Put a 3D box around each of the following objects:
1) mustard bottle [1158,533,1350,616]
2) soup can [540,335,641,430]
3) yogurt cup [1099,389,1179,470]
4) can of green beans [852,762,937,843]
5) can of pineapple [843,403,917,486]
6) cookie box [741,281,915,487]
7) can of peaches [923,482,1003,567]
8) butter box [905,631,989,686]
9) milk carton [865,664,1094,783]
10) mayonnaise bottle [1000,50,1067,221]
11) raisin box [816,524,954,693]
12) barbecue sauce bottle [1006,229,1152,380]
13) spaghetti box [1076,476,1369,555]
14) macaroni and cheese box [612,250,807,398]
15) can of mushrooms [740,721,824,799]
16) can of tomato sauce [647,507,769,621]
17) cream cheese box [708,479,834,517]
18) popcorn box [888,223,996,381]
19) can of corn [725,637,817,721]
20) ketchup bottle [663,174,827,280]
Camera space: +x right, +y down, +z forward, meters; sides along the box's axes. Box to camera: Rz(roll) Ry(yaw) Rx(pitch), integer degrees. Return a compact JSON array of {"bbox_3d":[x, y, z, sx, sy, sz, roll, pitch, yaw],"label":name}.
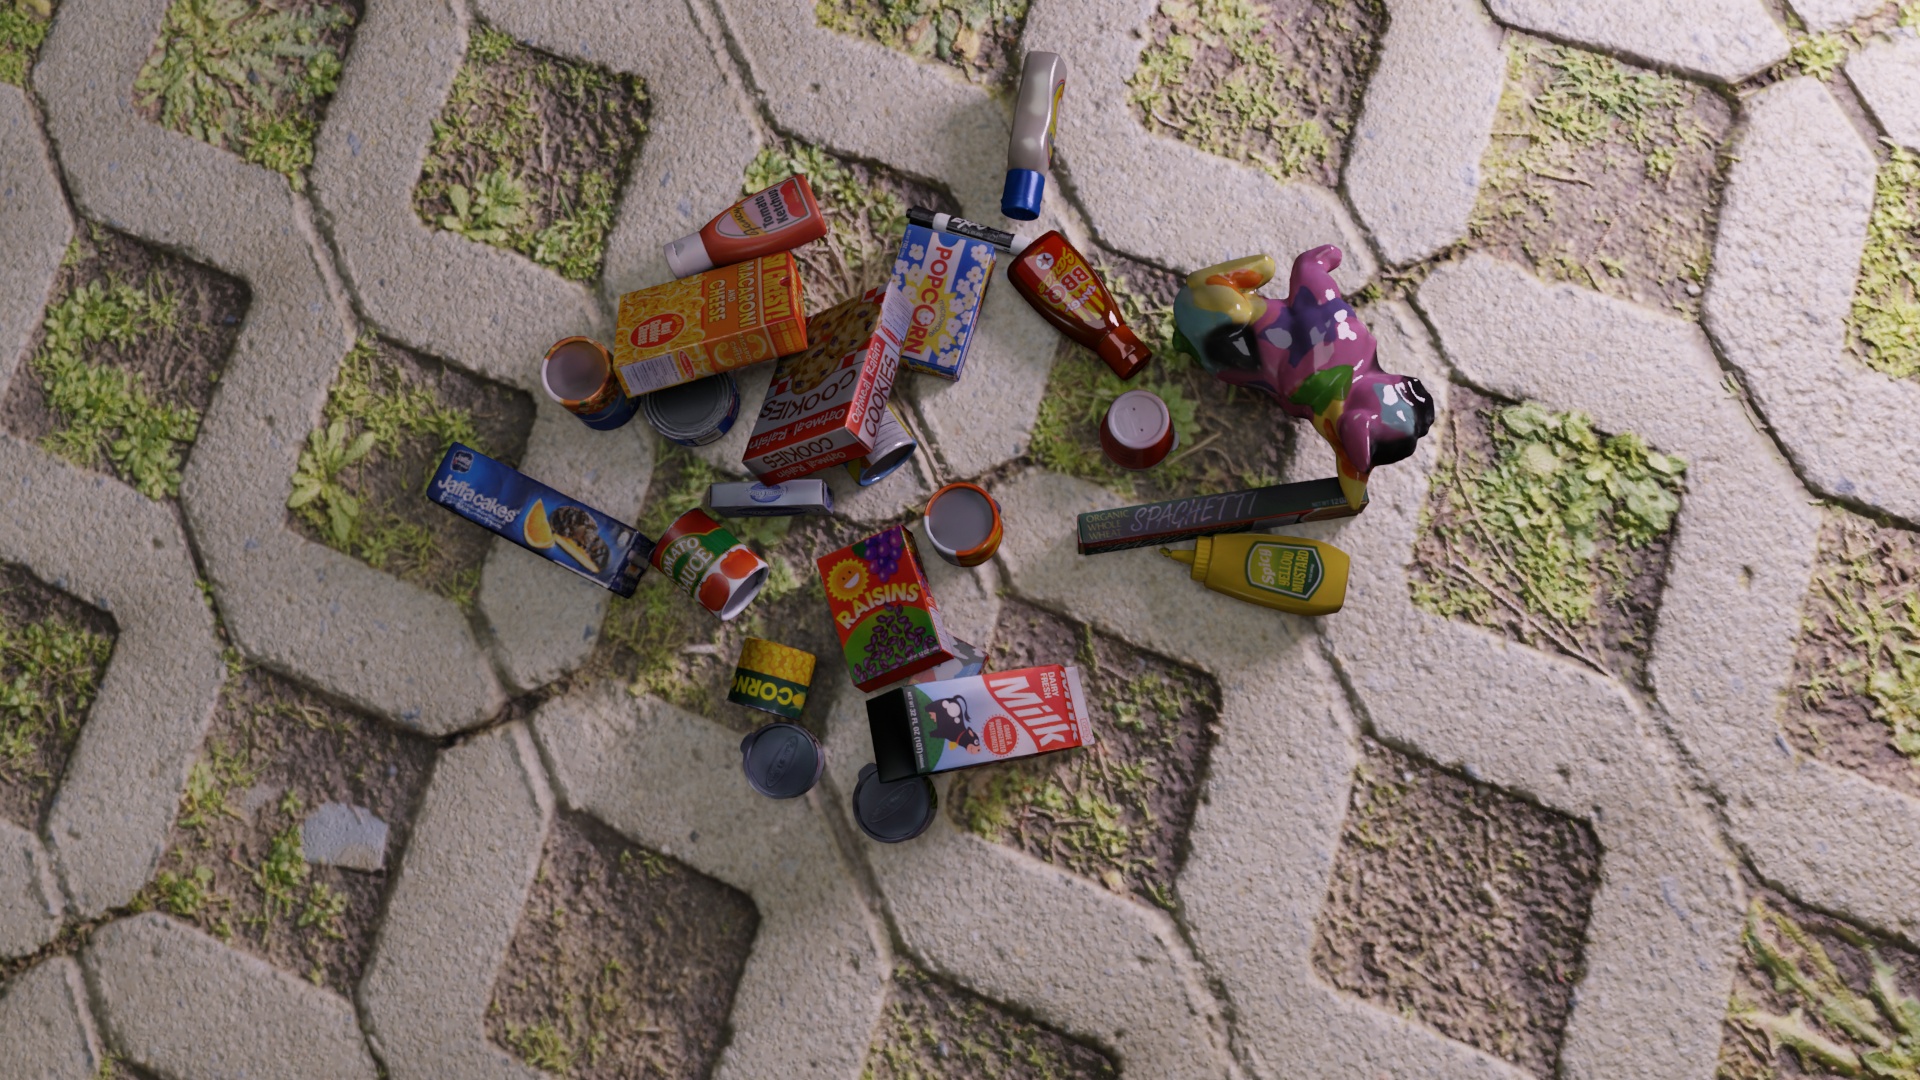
[{"bbox_3d":[0.250,0.024,1.195,0.160,0.048,0.065,9,78,7],"label":"mustard bottle"},{"bbox_3d":[-0.334,-0.144,1.266,0.071,0.083,0.071,-1,79,5],"label":"soup can"},{"bbox_3d":[0.156,-0.100,1.226,0.072,0.054,0.072,-1,79,6],"label":"yogurt cup"},{"bbox_3d":[-0.055,0.223,1.180,0.071,0.057,0.071,-1,79,5],"label":"can of green beans"},{"bbox_3d":[-0.081,-0.090,1.242,0.071,0.071,0.058,-36,79,-2],"label":"can of pineapple"},{"bbox_3d":[-0.113,-0.134,1.205,0.122,0.040,0.168,-15,47,36],"label":"cookie box"},{"bbox_3d":[0.004,-0.015,1.222,0.071,0.058,0.071,-1,79,6],"label":"can of peaches"},{"bbox_3d":[-0.021,0.134,1.212,0.053,0.024,0.103,26,82,10],"label":"butter box"},{"bbox_3d":[0.026,0.150,1.157,0.191,0.073,0.072,-5,77,-30],"label":"milk carton"},{"bbox_3d":[0.067,-0.372,1.287,0.041,0.064,0.148,9,84,10],"label":"mayonnaise bottle"},{"bbox_3d":[-0.066,0.059,1.209,0.086,0.040,0.124,-23,68,10],"label":"raisin box"},{"bbox_3d":[0.111,-0.209,1.258,0.065,0.043,0.149,-40,78,-4],"label":"barbecue sauce bottle"},{"bbox_3d":[0.224,-0.022,1.206,0.250,0.050,0.029,-8,77,4],"label":"spaghetti box"},{"bbox_3d":[-0.226,-0.198,1.256,0.166,0.040,0.124,-15,41,2],"label":"macaroni and cheese box"},{"bbox_3d":[-0.155,0.190,1.209,0.071,0.033,0.071,-1,80,5],"label":"can of mushrooms"},{"bbox_3d":[-0.222,0.022,1.230,0.083,0.071,0.071,38,85,11],"label":"can of tomato sauce"},{"bbox_3d":[-0.168,-0.037,1.245,0.104,0.053,0.024,-2,81,5],"label":"cream cheese box"},{"bbox_3d":[-0.025,-0.217,1.275,0.085,0.038,0.127,16,81,9],"label":"popcorn box"},{"bbox_3d":[-0.163,0.120,1.204,0.071,0.071,0.058,14,80,8],"label":"can of corn"},{"bbox_3d":[-0.203,-0.288,1.303,0.149,0.043,0.065,-23,66,1],"label":"ketchup bottle"}]
